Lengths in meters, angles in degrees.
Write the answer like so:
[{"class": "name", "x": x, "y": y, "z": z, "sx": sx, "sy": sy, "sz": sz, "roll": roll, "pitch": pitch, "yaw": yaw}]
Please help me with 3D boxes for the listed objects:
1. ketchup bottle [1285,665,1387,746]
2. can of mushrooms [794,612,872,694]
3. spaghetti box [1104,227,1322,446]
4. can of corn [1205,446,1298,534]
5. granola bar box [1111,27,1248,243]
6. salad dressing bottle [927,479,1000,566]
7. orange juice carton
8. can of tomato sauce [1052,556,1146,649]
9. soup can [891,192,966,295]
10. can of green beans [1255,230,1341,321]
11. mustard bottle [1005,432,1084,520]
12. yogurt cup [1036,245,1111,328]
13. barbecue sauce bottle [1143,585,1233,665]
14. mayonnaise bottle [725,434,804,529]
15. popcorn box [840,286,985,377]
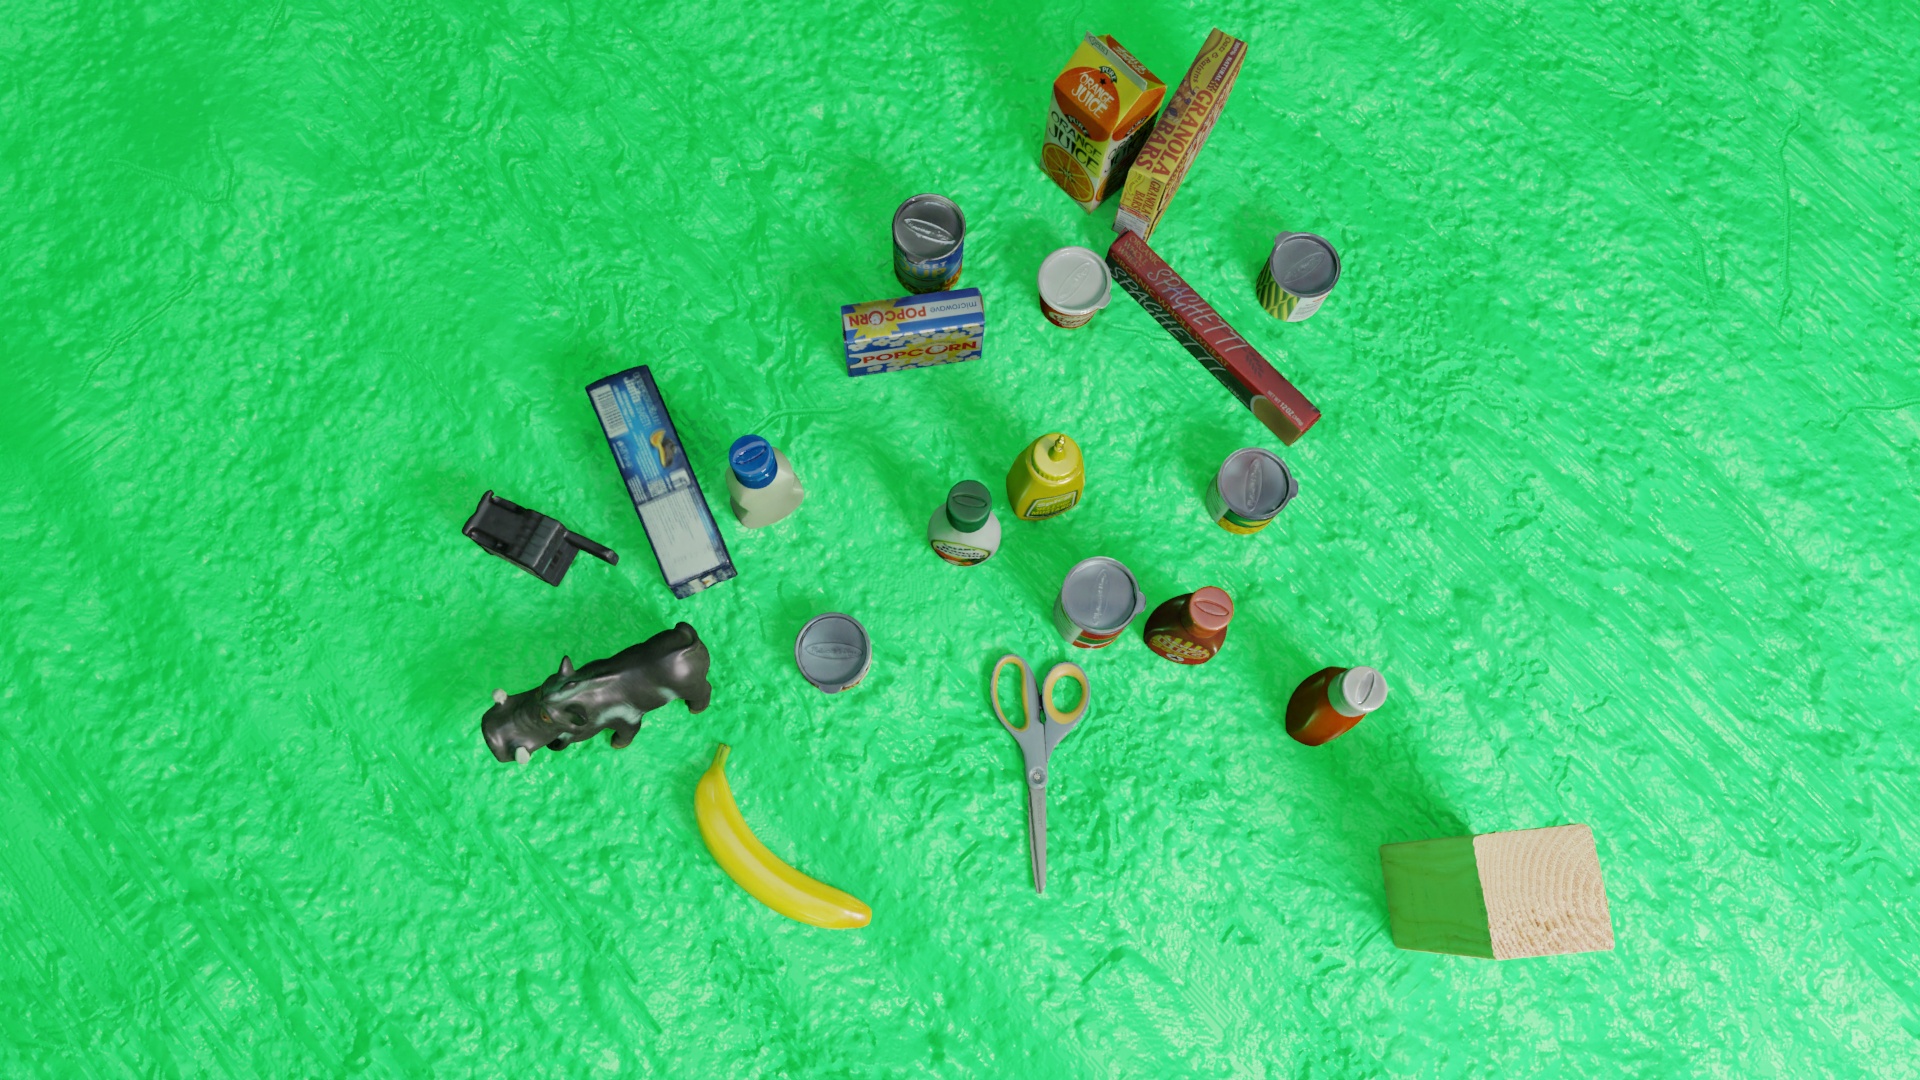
[{"class": "ketchup bottle", "x": 0.310, "y": 0.132, "z": 1.148, "sx": 0.043, "sy": 0.148, "sz": 0.065, "roll": 24, "pitch": 76, "yaw": 4}, {"class": "can of mushrooms", "x": -0.110, "y": 0.100, "z": 1.200, "sx": 0.071, "sy": 0.033, "sz": 0.071, "roll": 1, "pitch": 75, "yaw": -2}, {"class": "spaghetti box", "x": 0.228, "y": -0.187, "z": 1.279, "sx": 0.029, "sy": 0.050, "sz": 0.250, "roll": -42, "pitch": 81, "yaw": -11}, {"class": "can of corn", "x": 0.259, "y": -0.043, "z": 1.239, "sx": 0.071, "sy": 0.058, "sz": 0.071, "roll": 1, "pitch": 76, "yaw": -2}, {"class": "granola bar box", "x": 0.202, "y": -0.371, "z": 1.288, "sx": 0.039, "sy": 0.124, "sz": 0.166, "roll": 29, "pitch": 76, "yaw": 5}, {"class": "salad dressing bottle", "x": 0.004, "y": -0.015, "z": 1.176, "sx": 0.064, "sy": 0.147, "sz": 0.044, "roll": 12, "pitch": 76, "yaw": 1}, {"class": "orange juice carton", "x": 0.128, "y": -0.382, "z": 1.253, "sx": 0.073, "sy": 0.192, "sz": 0.072, "roll": -43, "pitch": 81, "yaw": -11}, {"class": "can of tomato sauce", "x": 0.118, "y": 0.055, "z": 1.195, "sx": 0.071, "sy": 0.083, "sz": 0.071, "roll": 1, "pitch": 76, "yaw": -2}, {"class": "soup can", "x": -0.031, "y": -0.267, "z": 1.273, "sx": 0.071, "sy": 0.083, "sz": 0.071, "roll": 1, "pitch": 76, "yaw": -2}, {"class": "can of green beans", "x": 0.314, "y": -0.245, "z": 1.294, "sx": 0.071, "sy": 0.057, "sz": 0.071, "roll": 1, "pitch": 76, "yaw": -2}, {"class": "mustard bottle", "x": 0.075, "y": -0.058, "z": 1.183, "sx": 0.065, "sy": 0.160, "sz": 0.049, "roll": -14, "pitch": 77, "yaw": -5}, {"class": "yogurt cup", "x": 0.103, "y": -0.231, "z": 1.284, "sx": 0.072, "sy": 0.054, "sz": 0.072, "roll": 1, "pitch": 76, "yaw": -2}, {"class": "barbecue sauce bottle", "x": 0.195, "y": 0.070, "z": 1.160, "sx": 0.065, "sy": 0.148, "sz": 0.044, "roll": 20, "pitch": 76, "yaw": 3}, {"class": "mayonnaise bottle", "x": -0.169, "y": -0.051, "z": 1.178, "sx": 0.065, "sy": 0.147, "sz": 0.041, "roll": -28, "pitch": 79, "yaw": -9}, {"class": "popcorn box", "x": -0.043, "y": -0.187, "z": 1.251, "sx": 0.127, "sy": 0.085, "sz": 0.038, "roll": -9, "pitch": 76, "yaw": -4}]
